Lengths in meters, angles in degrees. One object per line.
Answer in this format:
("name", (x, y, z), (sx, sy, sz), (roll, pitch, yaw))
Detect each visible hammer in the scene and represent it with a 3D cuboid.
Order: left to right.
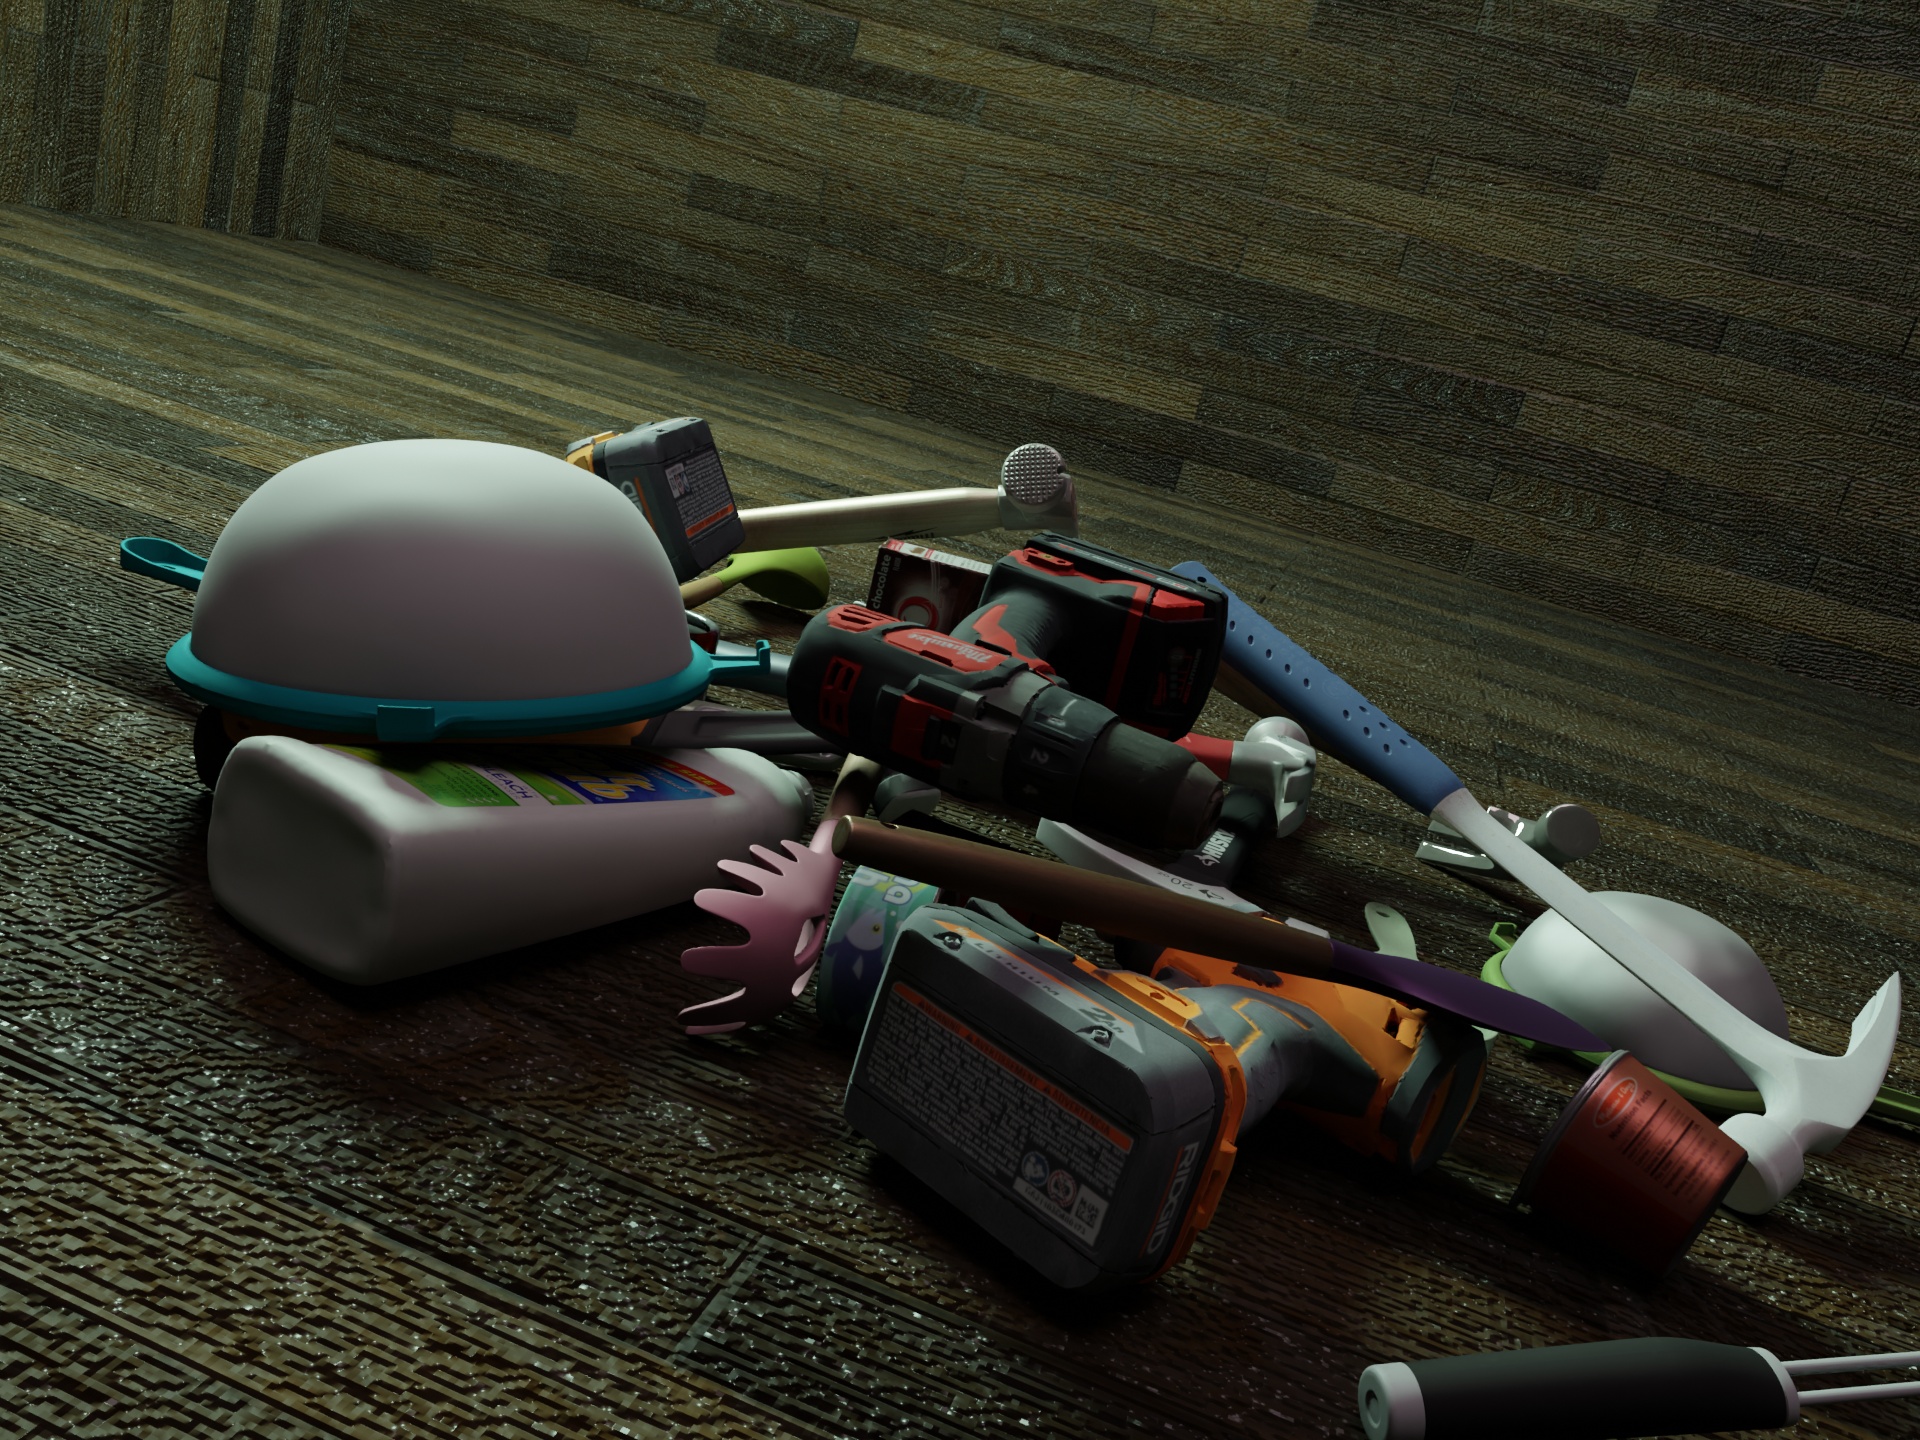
("hammer", (-0.169, 0.000, 0.730), (0.336, 0.034, 0.127), (-2, 53, -37))
("hammer", (-0.131, -0.116, 1.000), (0.410, 0.038, 0.146), (-3, -11, 9))
("hammer", (-0.001, -0.003, 0.871), (0.386, 0.038, 0.143), (11, 13, 9))
("hammer", (0.145, 0.061, 0.879), (0.146, 0.035, 0.335), (20, 16, 15))
("hammer", (0.203, -0.001, 0.939), (0.331, 0.031, 0.130), (32, -15, 7))
("hammer", (0.244, 0.045, 0.756), (0.144, 0.035, 0.406), (-24, 51, -30))

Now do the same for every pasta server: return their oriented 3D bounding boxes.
("pasta server", (-0.055, 0.035, 0.667), (0.040, 0.060, 0.316), (9, 22, 4))

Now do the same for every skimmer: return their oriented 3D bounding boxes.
("skimmer", (0.287, 0.218, 0.473), (0.363, 0.090, 0.127), (1, 20, -11))

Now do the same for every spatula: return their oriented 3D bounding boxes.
("spatula", (0.101, 0.075, 0.527), (0.315, 0.018, 0.060), (17, 9, -26))

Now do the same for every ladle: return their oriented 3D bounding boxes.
("ladle", (-0.177, -0.072, 1.051), (0.078, 0.062, 0.320), (15, 22, 17))

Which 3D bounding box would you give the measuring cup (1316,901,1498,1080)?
("measuring cup", (0.189, 0.121, 0.707), (0.083, 0.038, 0.167), (17, 14, 6))

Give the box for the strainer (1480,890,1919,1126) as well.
("strainer", (0.386, 0.140, 0.761), (0.256, 0.069, 0.151), (16, 15, 11))

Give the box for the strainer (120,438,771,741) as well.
("strainer", (-0.256, -0.078, 0.674), (0.340, 0.095, 0.211), (15, 17, 32))

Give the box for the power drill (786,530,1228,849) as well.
("power drill", (0.052, -0.013, 0.719), (0.188, 0.080, 0.226), (21, 22, 21))

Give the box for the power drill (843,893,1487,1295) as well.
("power drill", (0.067, 0.109, 0.557), (0.164, 0.084, 0.226), (27, 15, 37))

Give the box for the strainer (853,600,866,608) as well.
("strainer", (0.043, -0.017, 0.989), (0.258, 0.050, 0.086), (27, 0, 15))

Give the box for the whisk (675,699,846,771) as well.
("whisk", (-0.167, -0.005, 0.799), (0.246, 0.058, 0.059), (11, -15, -28))

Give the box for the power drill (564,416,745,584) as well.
("power drill", (-0.235, -0.094, 0.851), (0.226, 0.084, 0.185), (-15, 14, 10))
